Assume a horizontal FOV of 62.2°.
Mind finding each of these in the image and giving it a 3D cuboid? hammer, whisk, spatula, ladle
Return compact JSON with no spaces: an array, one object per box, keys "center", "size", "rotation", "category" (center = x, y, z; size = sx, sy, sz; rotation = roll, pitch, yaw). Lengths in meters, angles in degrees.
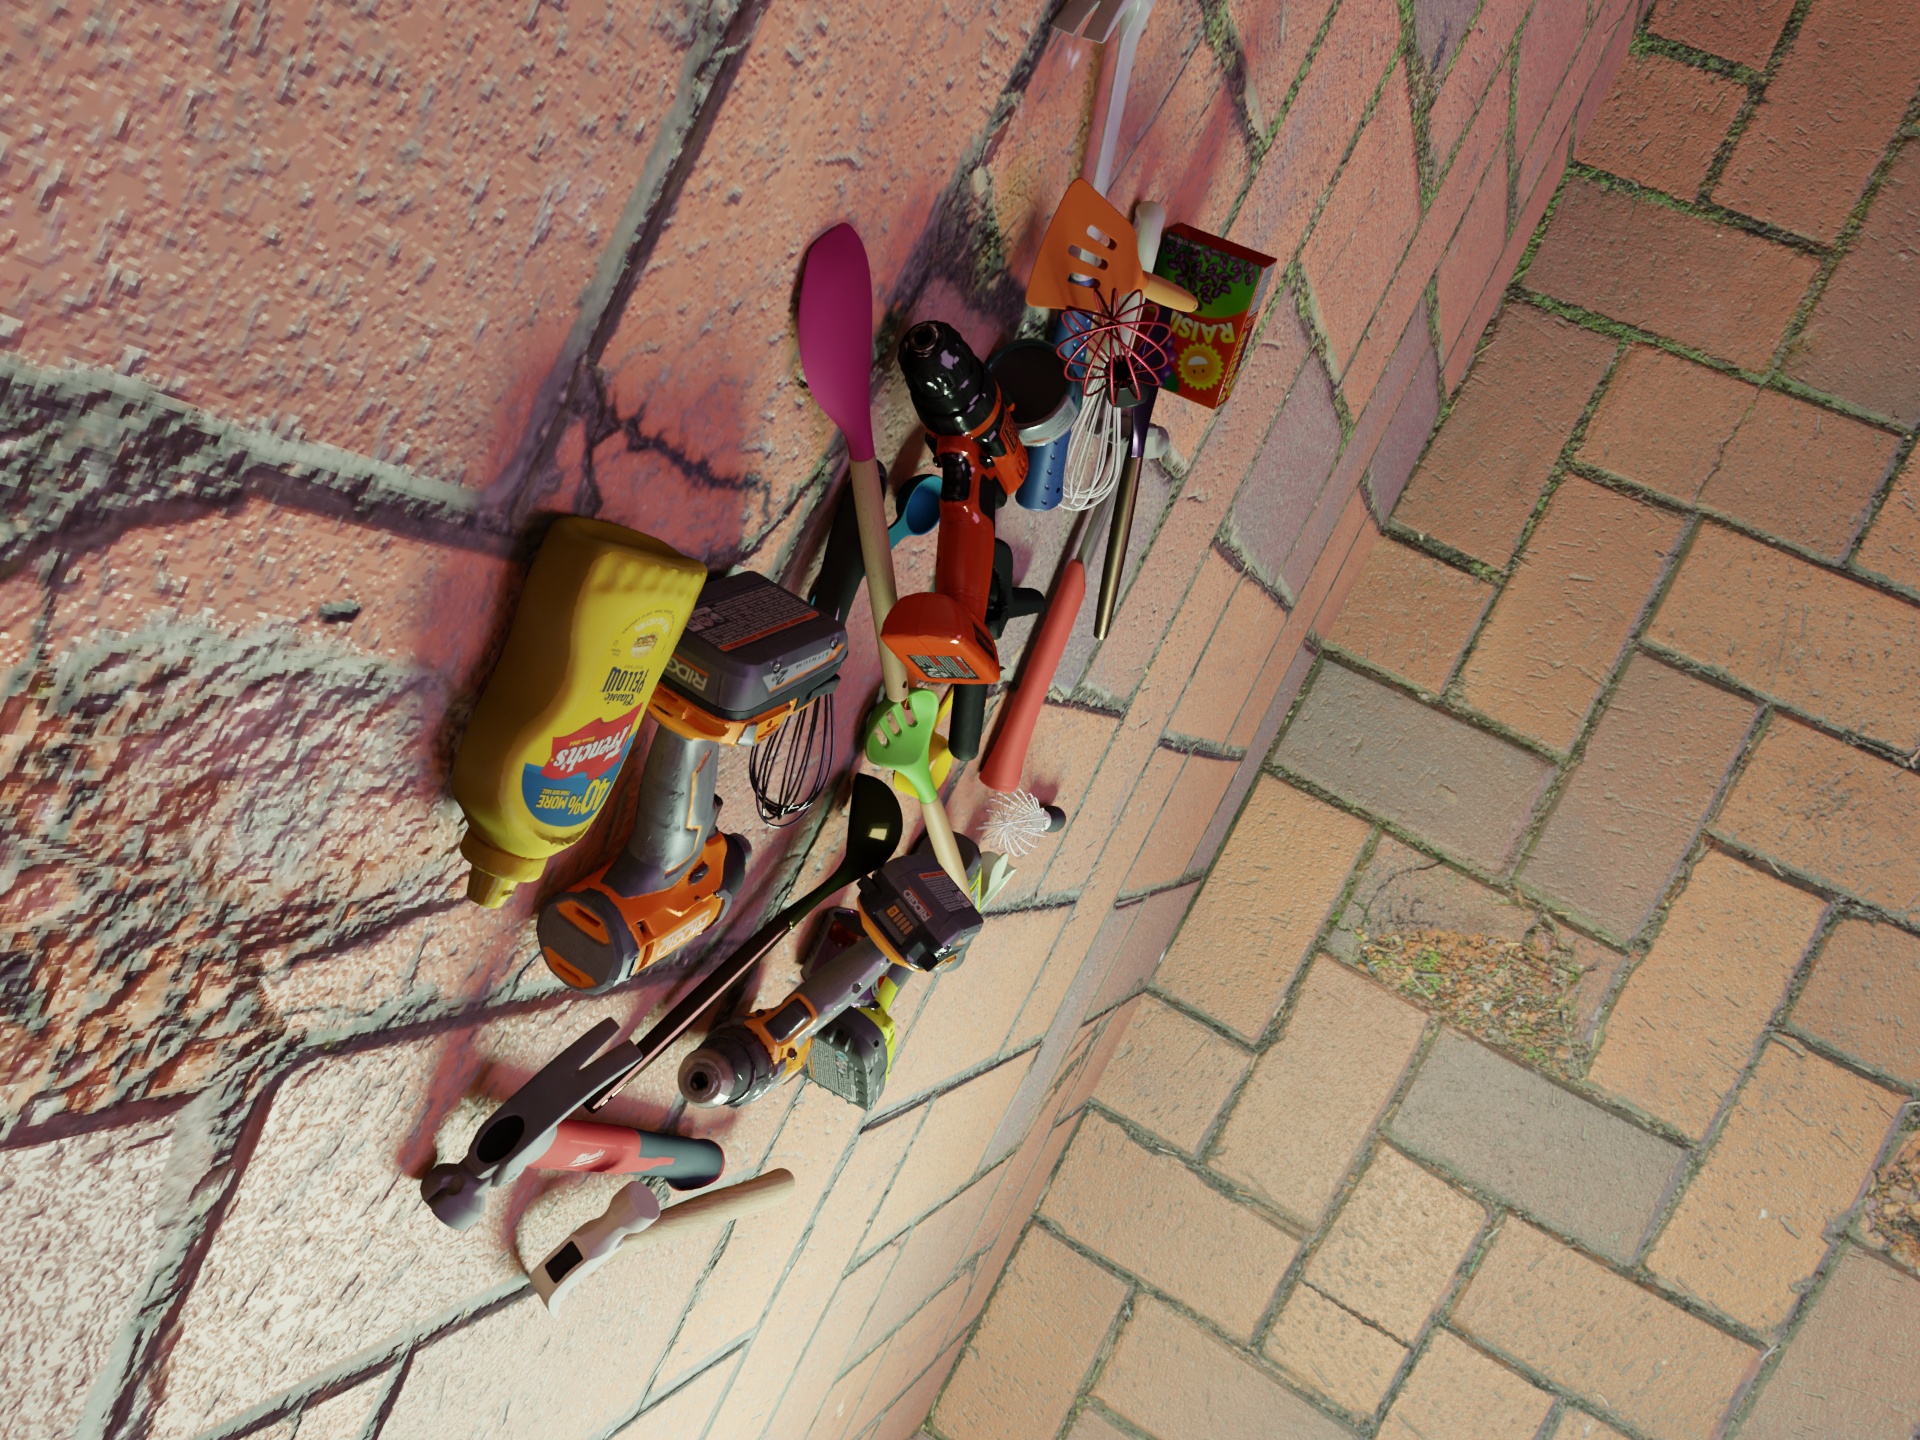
[{"center":[0.082,-0.313,1.083],"size":[0.144,0.035,0.405],"rotation":[-46,156,-41],"category":"hammer"},{"center":[0.115,-0.275,1.222],"size":[0.058,0.059,0.246],"rotation":[-105,-155,-59],"category":"whisk"},{"center":[0.076,0.103,1.641],"size":[0.070,0.070,0.284],"rotation":[-63,166,4],"category":"whisk"},{"center":[0.089,-0.096,1.413],"size":[0.149,0.037,0.359],"rotation":[-22,137,-63],"category":"hammer"},{"center":[0.107,-0.236,1.065],"size":[0.073,0.073,0.296],"rotation":[-64,174,7],"category":"whisk"},{"center":[-0.209,0.376,1.195],"size":[0.130,0.031,0.331],"rotation":[-41,162,9],"category":"hammer"},{"center":[0.140,-0.198,1.319],"size":[0.060,0.018,0.315],"rotation":[-49,154,-47],"category":"spatula"},{"center":[-0.084,-0.046,0.986],"size":[0.055,0.055,0.239],"rotation":[-10,119,-68],"category":"whisk"},{"center":[0.121,-0.308,1.106],"size":[0.081,0.041,0.322],"rotation":[-67,166,16],"category":"spatula"},{"center":[-0.217,0.280,1.074],"size":[0.143,0.038,0.386],"rotation":[-43,162,-5],"category":"hammer"},{"center":[-0.152,0.152,1.125],"size":[0.320,0.062,0.078],"rotation":[-43,164,-30],"category":"ladle"}]

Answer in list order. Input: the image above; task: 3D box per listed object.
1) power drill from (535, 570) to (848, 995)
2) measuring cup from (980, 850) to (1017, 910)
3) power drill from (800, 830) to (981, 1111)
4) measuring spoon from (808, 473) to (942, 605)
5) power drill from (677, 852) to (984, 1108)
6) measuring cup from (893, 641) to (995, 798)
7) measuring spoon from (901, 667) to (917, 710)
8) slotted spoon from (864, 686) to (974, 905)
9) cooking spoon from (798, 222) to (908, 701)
[{"center":[-0.145,0.034,0.899],"size":[0.164,0.084,0.226],"rotation":[-30,148,-60],"category":"power drill"},{"center":[0.019,0.145,1.519],"size":[0.083,0.038,0.167],"rotation":[-44,168,-20],"category":"measuring cup"},{"center":[-0.054,0.230,1.431],"size":[0.229,0.080,0.190],"rotation":[-54,159,-33],"category":"power drill"},{"center":[-0.058,-0.116,1.026],"size":[0.128,0.021,0.042],"rotation":[-44,144,-22],"category":"measuring spoon"},{"center":[-0.100,0.196,1.149],"size":[0.226,0.084,0.185],"rotation":[-41,170,6],"category":"power drill"},{"center":[-0.002,-0.004,1.305],"size":[0.156,0.029,0.062],"rotation":[-57,162,-10],"category":"measuring cup"},{"center":[-0.042,-0.047,1.174],"size":[0.021,0.011,0.116],"rotation":[-47,154,-26],"category":"measuring spoon"},{"center":[-0.023,0.077,1.275],"size":[0.070,0.031,0.313],"rotation":[-37,142,-17],"category":"slotted spoon"},{"center":[-0.053,-0.133,0.922],"size":[0.069,0.017,0.318],"rotation":[-50,148,-37],"category":"cooking spoon"}]
